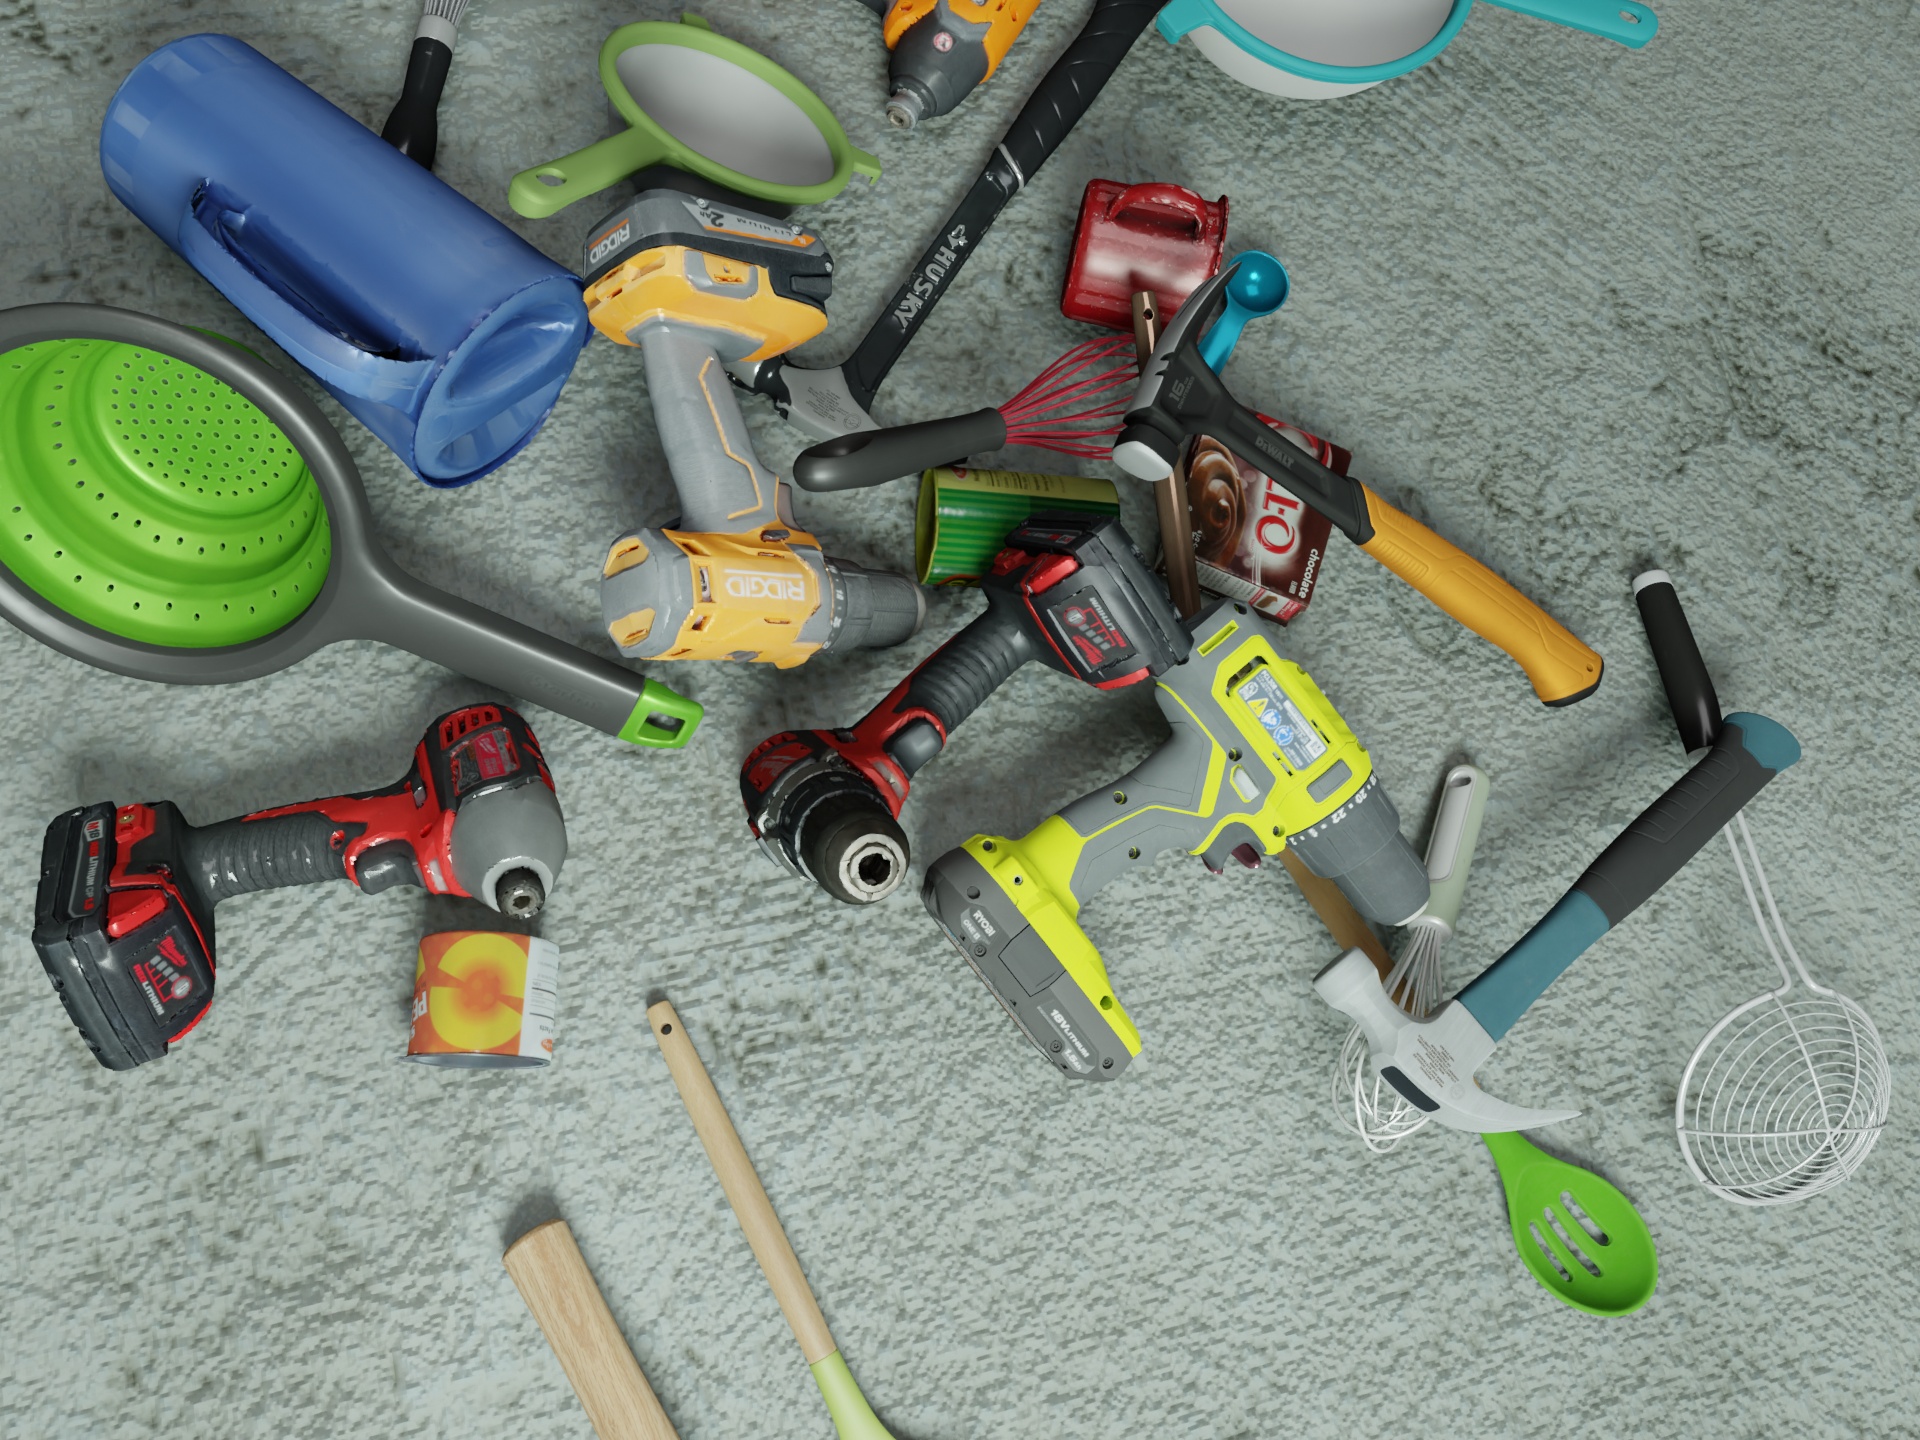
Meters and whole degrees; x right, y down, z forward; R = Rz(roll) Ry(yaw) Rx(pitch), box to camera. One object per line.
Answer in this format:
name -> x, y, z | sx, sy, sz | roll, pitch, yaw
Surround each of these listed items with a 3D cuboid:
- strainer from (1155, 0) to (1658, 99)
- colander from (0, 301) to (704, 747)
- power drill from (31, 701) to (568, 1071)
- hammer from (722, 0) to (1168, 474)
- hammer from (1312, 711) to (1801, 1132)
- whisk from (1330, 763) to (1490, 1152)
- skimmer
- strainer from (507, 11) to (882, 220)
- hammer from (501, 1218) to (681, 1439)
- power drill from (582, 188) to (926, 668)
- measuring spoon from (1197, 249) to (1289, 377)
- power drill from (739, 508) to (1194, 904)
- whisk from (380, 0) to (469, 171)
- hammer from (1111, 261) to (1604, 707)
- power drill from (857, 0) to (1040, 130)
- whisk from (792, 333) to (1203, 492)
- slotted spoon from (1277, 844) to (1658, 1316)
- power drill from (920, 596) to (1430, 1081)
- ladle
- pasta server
strainer -> 0.275, -0.466, 1.028 | 0.340, 0.095, 0.211 | 10, 75, -11
colander -> -0.311, -0.092, 0.796 | 0.396, 0.204, 0.095 | 24, 34, -19
power drill -> -0.292, 0.070, 0.731 | 0.219, 0.078, 0.143 | -18, 35, -16
hammer -> 0.025, -0.320, 0.964 | 0.149, 0.036, 0.409 | 33, 70, -1
hammer -> 0.333, 0.090, 0.826 | 0.331, 0.033, 0.128 | -34, 79, -25
whisk -> 0.247, 0.117, 0.846 | 0.059, 0.058, 0.246 | 52, 49, -31
skimmer -> 0.435, 0.088, 0.921 | 0.127, 0.090, 0.364 | -1, 63, -11
strainer -> -0.164, -0.297, 0.866 | 0.151, 0.069, 0.256 | 39, 42, 2
hammer -> -0.114, 0.375, 0.704 | 0.130, 0.031, 0.331 | -38, 74, 13
power drill -> -0.101, -0.138, 0.819 | 0.185, 0.084, 0.226 | 0, 79, -44
measuring spoon -> 0.158, -0.231, 0.975 | 0.042, 0.021, 0.128 | 33, 79, -2
power drill -> -0.001, -0.002, 0.763 | 0.226, 0.188, 0.080 | -38, 108, -8
whisk -> -0.299, -0.425, 0.925 | 0.070, 0.070, 0.285 | 11, 76, -8
hammer -> 0.239, -0.111, 0.888 | 0.336, 0.034, 0.127 | 31, 72, -20
power drill -> -0.069, -0.466, 0.968 | 0.226, 0.084, 0.164 | 31, 70, -5
whisk -> 0.030, -0.160, 0.858 | 0.296, 0.073, 0.073 | -21, 78, -38
slotted spoon -> 0.260, 0.180, 0.860 | 0.070, 0.031, 0.314 | -32, 80, -18
power drill -> 0.114, 0.075, 0.810 | 0.228, 0.080, 0.190 | -39, 94, -8
ladle -> -0.077, 0.276, 0.750 | 0.078, 0.062, 0.320 | -27, 77, -9
pasta server -> 0.123, -0.076, 0.863 | 0.060, 0.040, 0.316 | -9, 93, -6
